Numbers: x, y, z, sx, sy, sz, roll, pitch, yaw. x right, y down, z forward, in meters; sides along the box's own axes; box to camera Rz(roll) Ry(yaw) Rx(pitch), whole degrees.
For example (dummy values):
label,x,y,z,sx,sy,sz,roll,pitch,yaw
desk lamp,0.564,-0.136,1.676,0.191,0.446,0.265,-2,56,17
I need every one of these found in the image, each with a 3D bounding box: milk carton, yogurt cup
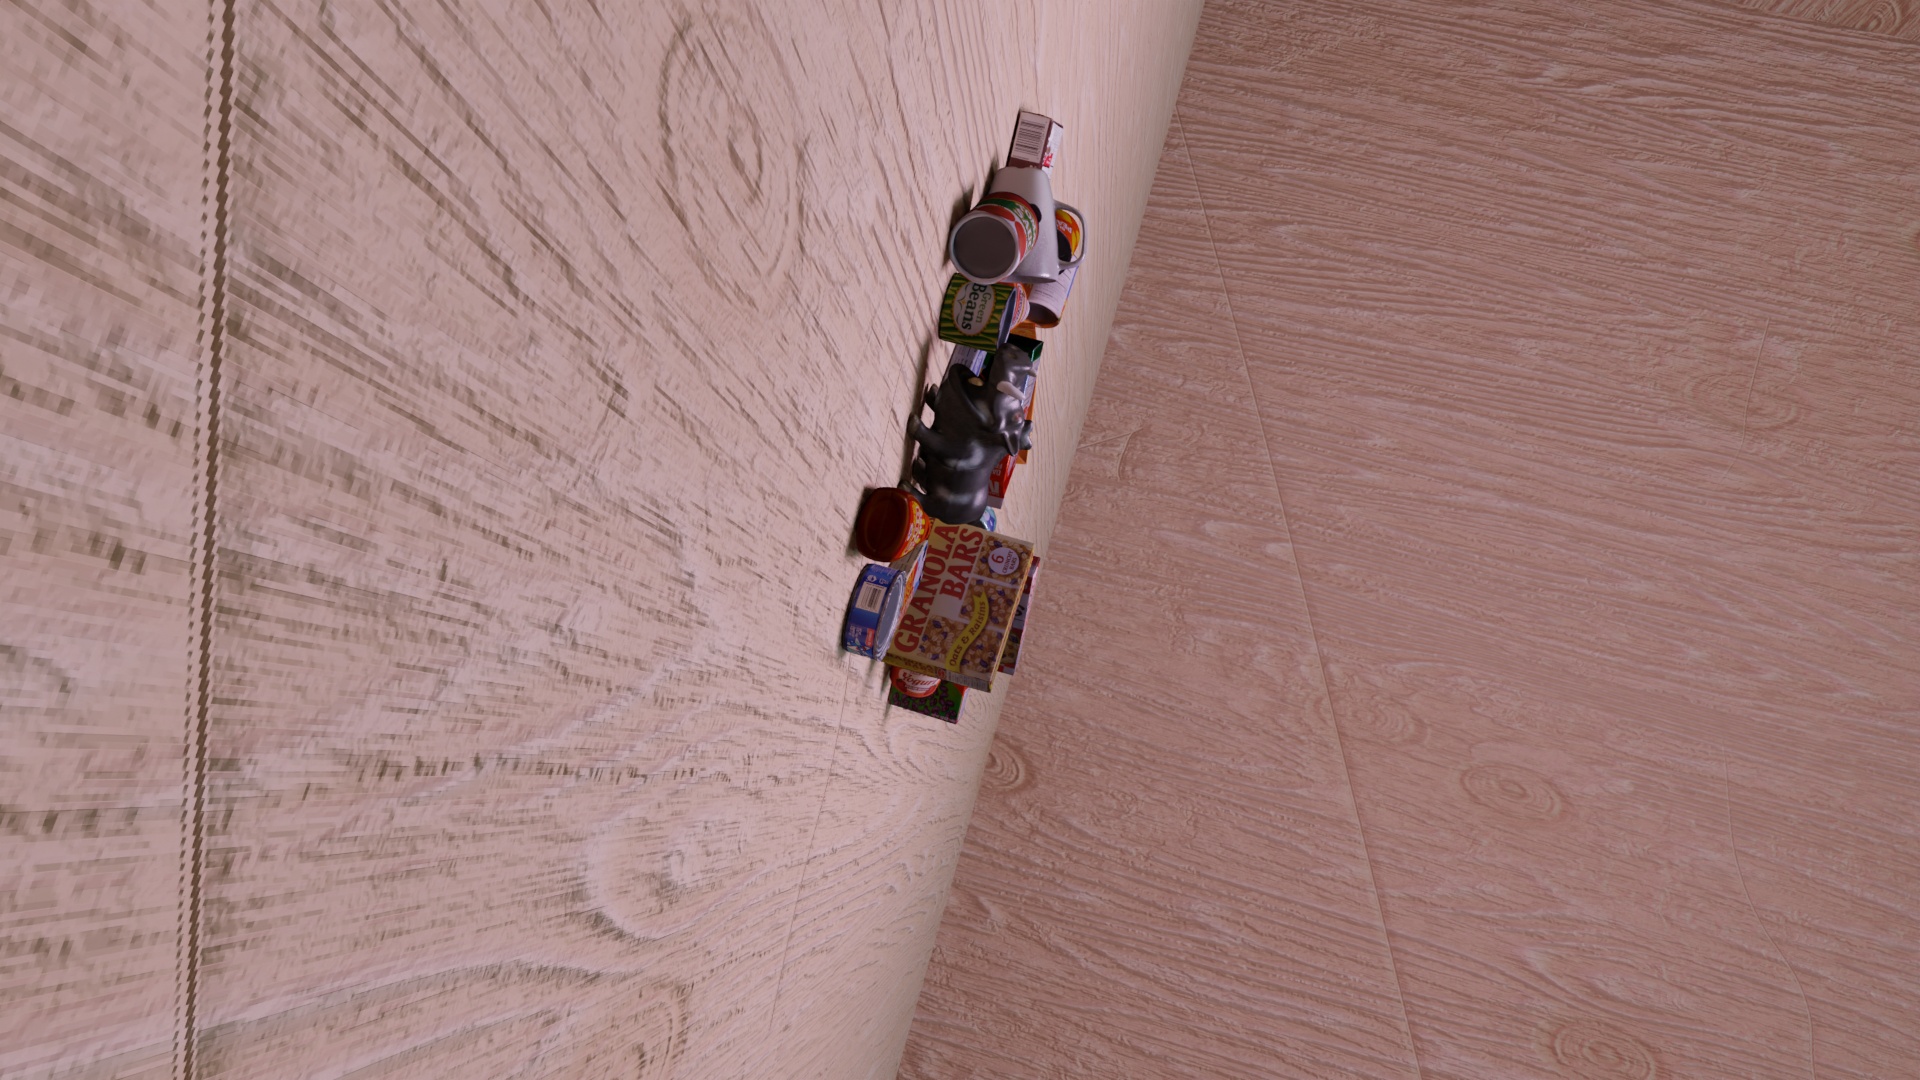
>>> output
label,x,y,z,sx,sy,sz,roll,pitch,yaw
milk carton,0.032,-0.131,1.526,0.074,0.072,0.189,-52,155,-71
yogurt cup,-0.046,0.135,1.532,0.073,0.072,0.053,-63,174,-56

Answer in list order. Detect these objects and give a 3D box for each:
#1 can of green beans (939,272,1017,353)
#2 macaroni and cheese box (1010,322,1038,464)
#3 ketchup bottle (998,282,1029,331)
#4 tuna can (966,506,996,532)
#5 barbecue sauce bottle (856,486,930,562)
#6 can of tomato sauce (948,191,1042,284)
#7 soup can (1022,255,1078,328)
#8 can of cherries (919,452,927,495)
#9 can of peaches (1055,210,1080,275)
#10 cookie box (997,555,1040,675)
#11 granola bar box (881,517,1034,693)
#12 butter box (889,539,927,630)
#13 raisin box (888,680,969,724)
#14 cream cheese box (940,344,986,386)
label,x,y,z,sx,sy,sz,roll,pitch,yaw
can of green beans,0.017,-0.212,1.300,0.071,0.058,0.071,13,93,-83
macaroni and cheese box,0.067,-0.177,1.646,0.167,0.040,0.123,-85,-179,-65
ketchup bottle,0.048,-0.254,1.501,0.149,0.043,0.064,-39,143,-78
tuna can,0.006,-0.020,1.578,0.033,0.071,0.070,-64,167,-52
barbecue sauce bottle,-0.056,-0.013,1.229,0.148,0.044,0.065,1,105,-83
can of tomato sauce,0.032,-0.272,1.247,0.083,0.071,0.070,-60,164,-61
soup can,0.101,-0.310,1.695,0.071,0.071,0.084,84,23,-70
can of cherries,-0.004,-0.077,1.389,0.072,0.071,0.058,-62,165,-60
can of peaches,0.104,-0.350,1.624,0.058,0.071,0.070,-65,168,-54
cookie box,0.021,0.076,1.663,0.040,0.123,0.166,-67,169,-49
granola bar box,-0.004,0.064,1.453,0.039,0.124,0.166,92,16,-62
butter box,-0.060,0.043,1.385,0.104,0.024,0.052,-64,167,-55
raisin box,-0.026,0.137,1.585,0.040,0.086,0.123,-47,151,-71
cream cheese box,0.003,-0.171,1.413,0.053,0.024,0.104,89,18,-62
